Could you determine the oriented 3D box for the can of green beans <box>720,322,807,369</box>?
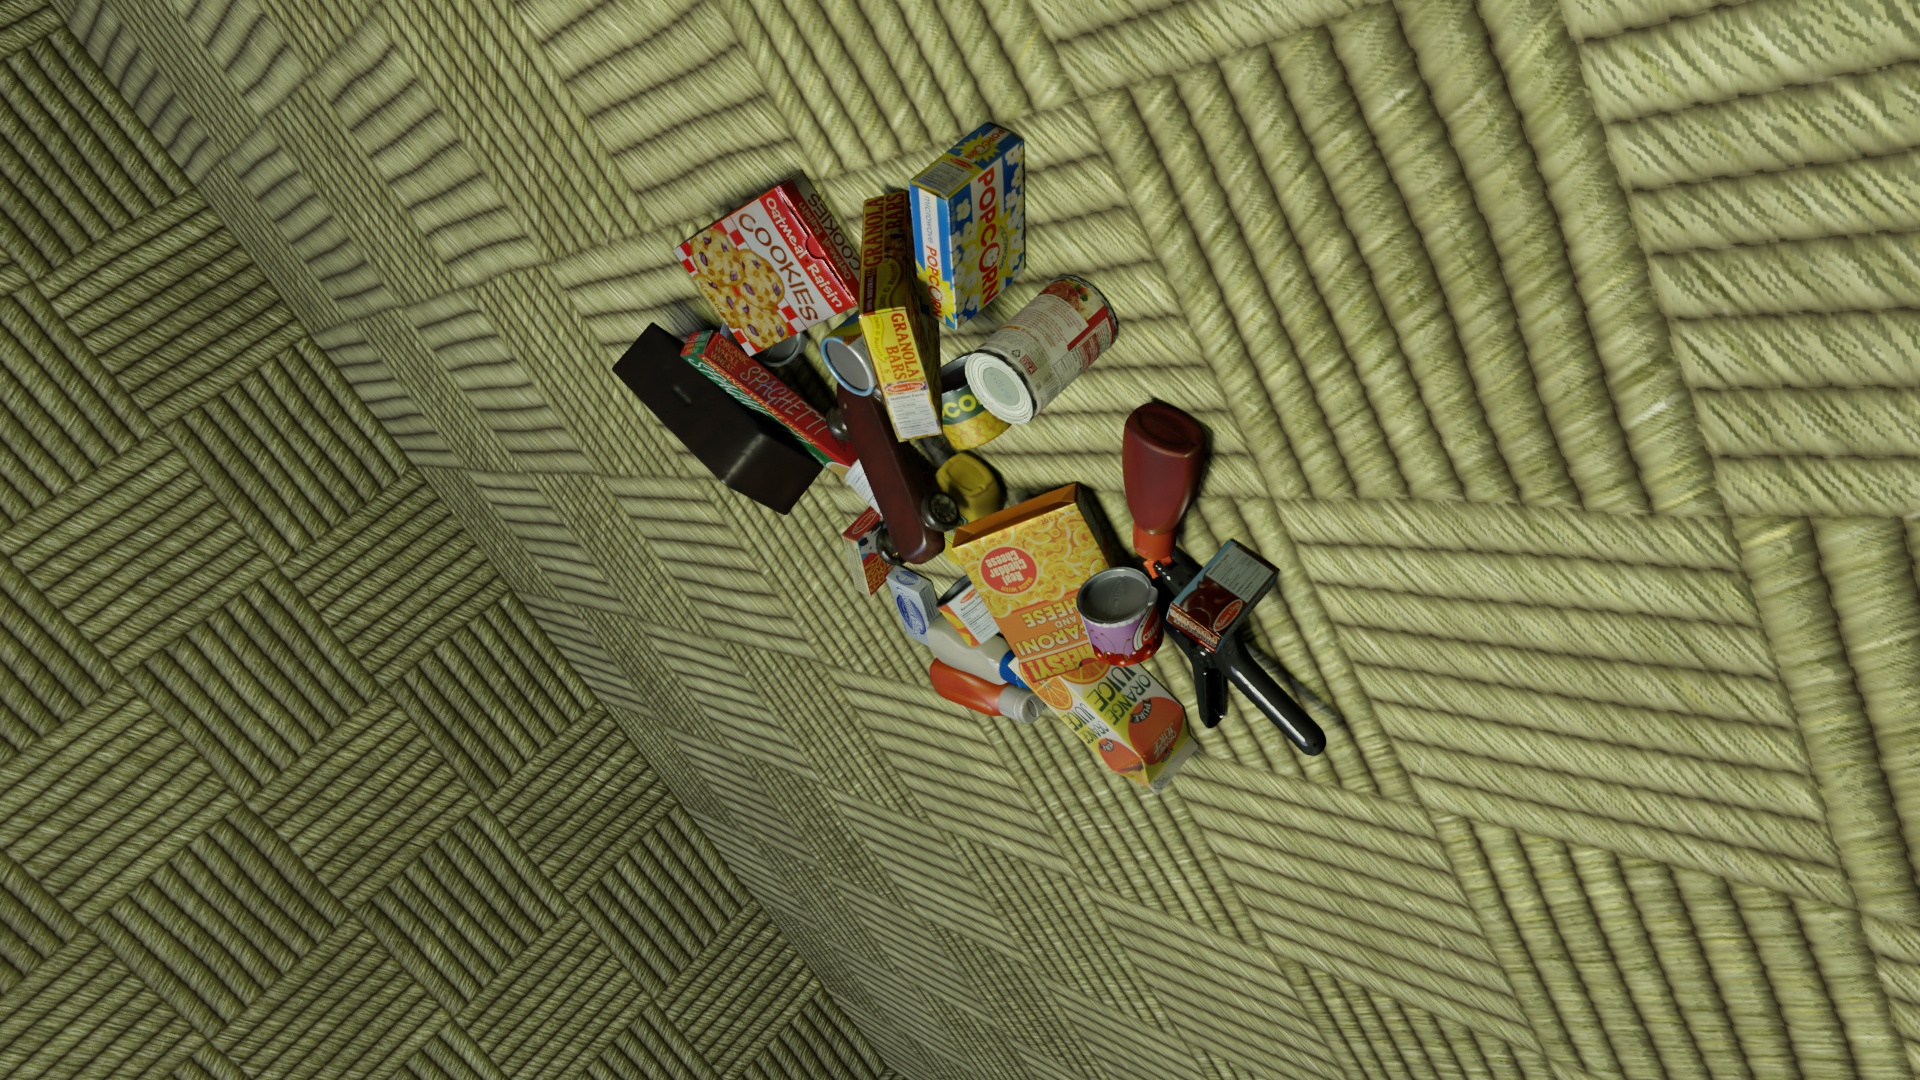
[{"bbox_3d":[-0.198,-0.202,1.380,0.071,0.071,0.057,55,153,-18],"label":"can of green beans"}]

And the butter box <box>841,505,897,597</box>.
[{"bbox_3d":[-0.101,0.012,1.552,0.024,0.053,0.103,28,149,27],"label":"butter box"}]

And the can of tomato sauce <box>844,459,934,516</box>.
[{"bbox_3d":[-0.063,-0.056,1.388,0.083,0.071,0.071,45,154,3],"label":"can of tomato sauce"}]

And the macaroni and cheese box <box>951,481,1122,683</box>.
[{"bbox_3d":[0.085,0.042,1.259,0.123,0.040,0.166,-21,117,20],"label":"macaroni and cheese box"}]

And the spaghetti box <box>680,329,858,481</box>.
[{"bbox_3d":[-0.171,-0.127,1.393,0.249,0.029,0.050,38,161,-33],"label":"spaghetti box"}]

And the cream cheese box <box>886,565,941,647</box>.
[{"bbox_3d":[-0.048,0.078,1.599,0.053,0.024,0.103,25,147,35],"label":"cream cheese box"}]

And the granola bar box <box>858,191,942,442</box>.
[{"bbox_3d":[-0.047,-0.178,1.098,0.039,0.166,0.123,-10,133,7],"label":"granola bar box"}]

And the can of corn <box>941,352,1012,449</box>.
[{"bbox_3d":[0.009,-0.119,1.187,0.071,0.071,0.058,7,135,52],"label":"can of corn"}]

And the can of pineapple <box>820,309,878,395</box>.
[{"bbox_3d":[-0.086,-0.174,1.262,0.071,0.058,0.070,35,152,22],"label":"can of pineapple"}]

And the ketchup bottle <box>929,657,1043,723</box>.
[{"bbox_3d":[0.030,0.174,1.596,0.149,0.044,0.064,16,141,46],"label":"ketchup bottle"}]

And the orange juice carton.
[{"bbox_3d":[0.146,0.158,1.370,0.193,0.072,0.072,45,154,4],"label":"orange juice carton"}]

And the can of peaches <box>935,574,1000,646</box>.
[{"bbox_3d":[0.018,0.068,1.443,0.058,0.071,0.071,50,153,-8],"label":"can of peaches"}]

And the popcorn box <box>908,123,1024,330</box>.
[{"bbox_3d":[0.007,-0.228,1.017,0.038,0.085,0.126,32,150,24],"label":"popcorn box"}]

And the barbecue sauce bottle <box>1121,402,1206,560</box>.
[{"bbox_3d":[0.158,-0.041,1.105,0.065,0.044,0.147,33,152,25],"label":"barbecue sauce bottle"}]

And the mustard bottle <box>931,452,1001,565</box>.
[{"bbox_3d":[0.005,-0.017,1.358,0.065,0.049,0.159,40,154,24],"label":"mustard bottle"}]

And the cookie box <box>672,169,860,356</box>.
[{"bbox_3d":[-0.170,-0.247,1.261,0.167,0.040,0.122,-15,117,45],"label":"cookie box"}]

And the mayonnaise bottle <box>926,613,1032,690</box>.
[{"bbox_3d":[0.029,0.127,1.537,0.148,0.041,0.064,17,143,43],"label":"mayonnaise bottle"}]

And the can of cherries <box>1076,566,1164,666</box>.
[{"bbox_3d":[0.141,0.067,1.197,0.071,0.072,0.058,23,147,39],"label":"can of cherries"}]

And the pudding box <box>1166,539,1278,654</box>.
[{"bbox_3d":[0.208,0.044,1.104,0.050,0.084,0.030,36,152,20],"label":"pudding box"}]
